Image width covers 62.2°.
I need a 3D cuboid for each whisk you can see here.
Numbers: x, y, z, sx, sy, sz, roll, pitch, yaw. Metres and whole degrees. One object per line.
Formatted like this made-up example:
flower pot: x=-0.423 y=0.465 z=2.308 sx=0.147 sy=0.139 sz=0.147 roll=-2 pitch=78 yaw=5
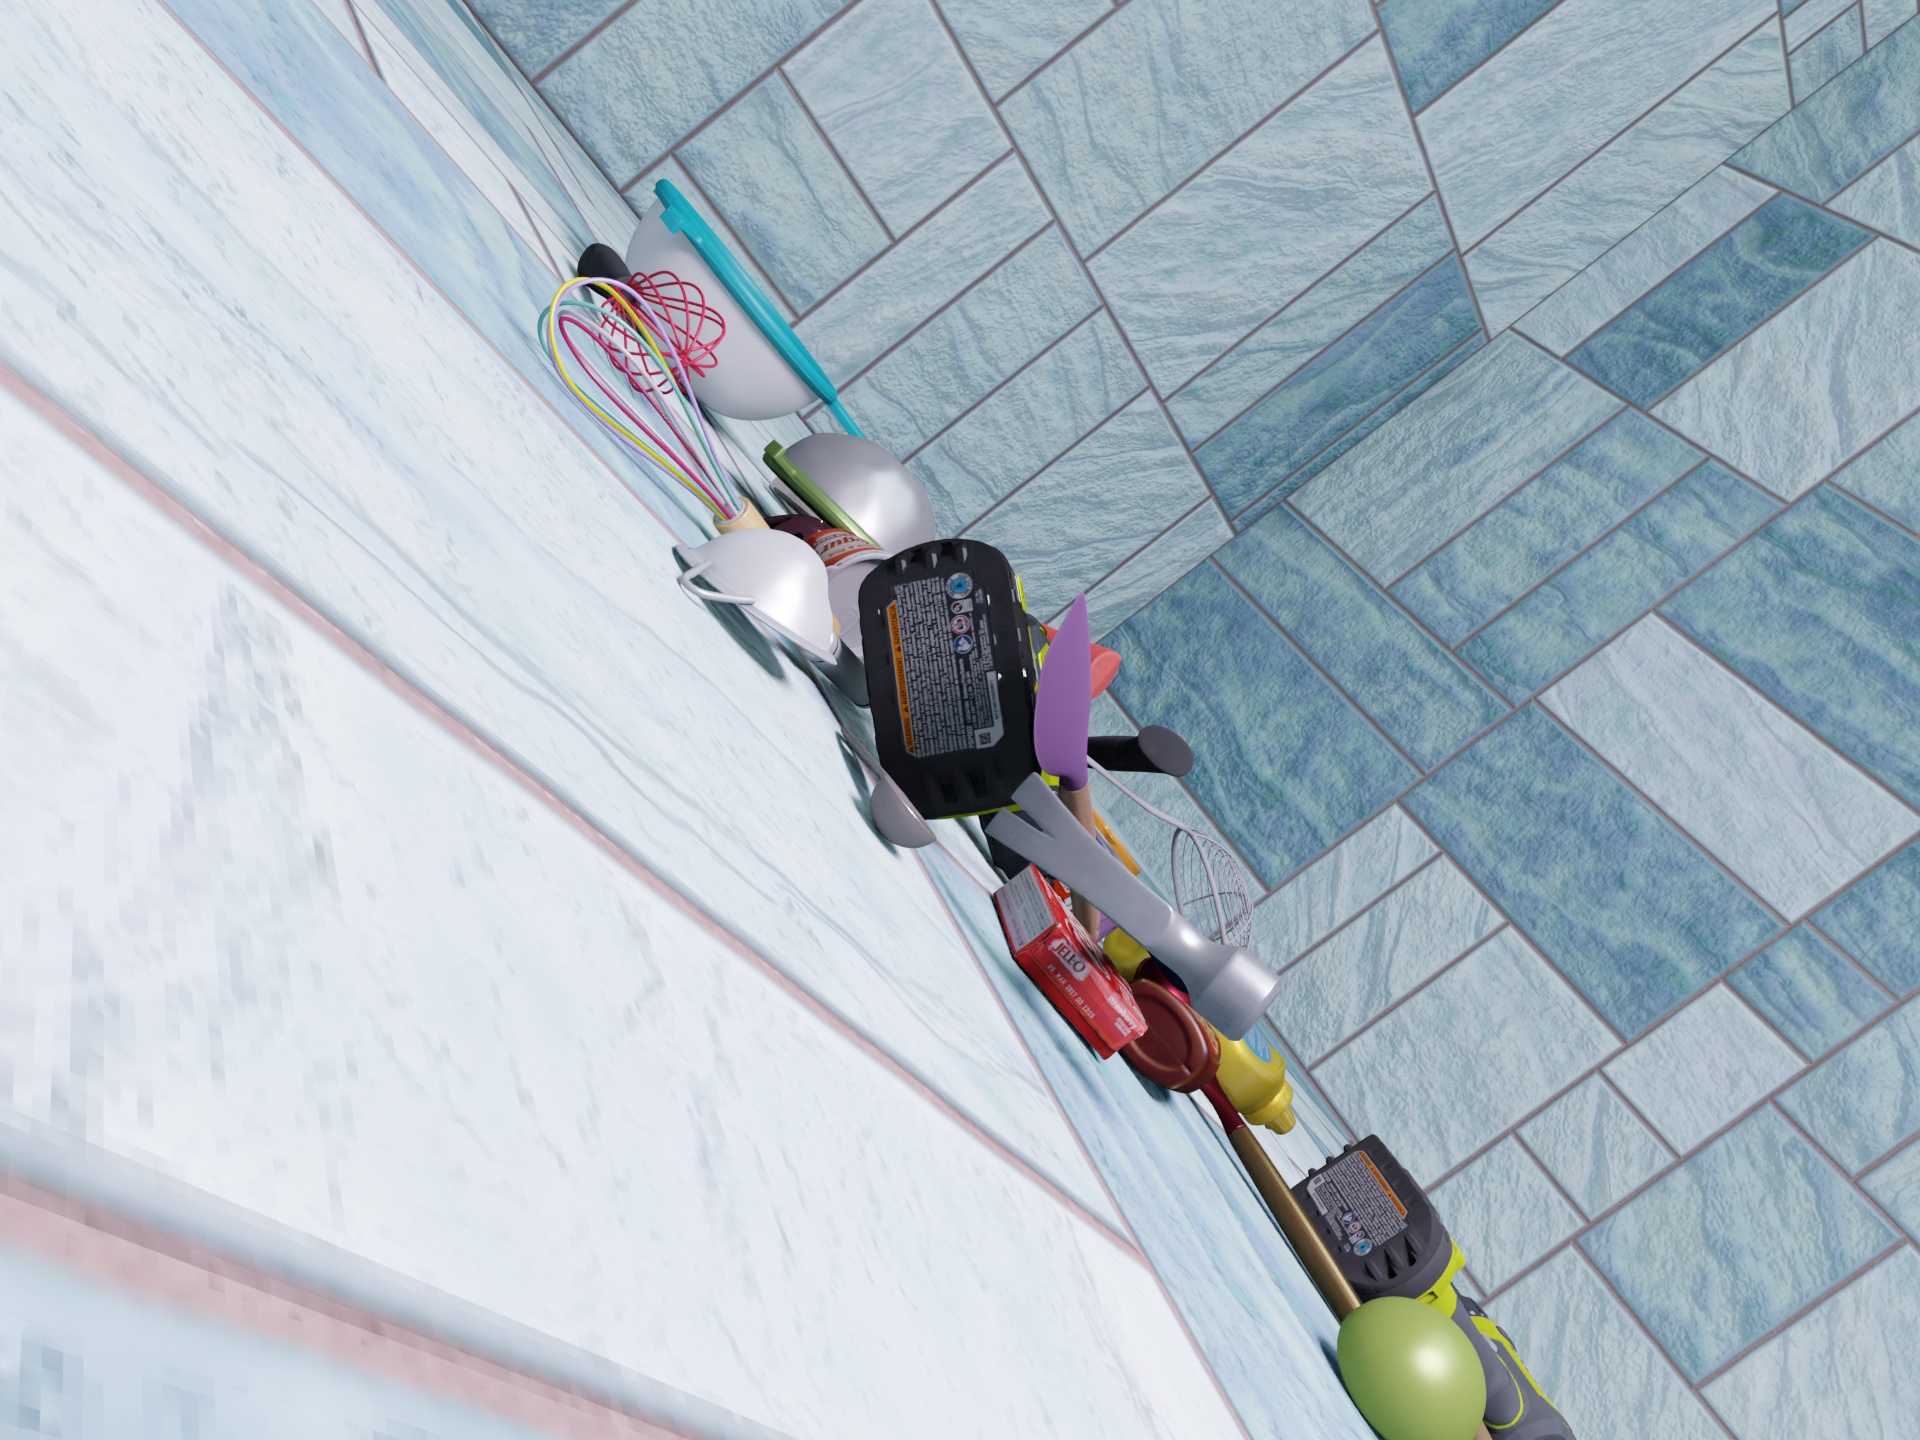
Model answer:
whisk: x=-0.211 y=-0.268 z=1.018 sx=0.073 sy=0.073 sz=0.296 roll=50 pitch=0 yaw=-34
whisk: x=-0.127 y=-0.114 z=0.780 sx=0.244 sy=0.051 sz=0.047 roll=54 pitch=22 yaw=-43

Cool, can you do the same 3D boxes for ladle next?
ladle: x=0.184 y=0.272 z=0.971 sx=0.069 sy=0.031 sz=0.316 roll=16 pitch=31 yaw=-41
ladle: x=0.264 y=0.388 z=0.855 sx=0.319 sy=0.062 sz=0.078 roll=58 pitch=8 yaw=-46

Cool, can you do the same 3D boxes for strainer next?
strainer: x=-0.026 y=-0.121 z=1.130 sx=0.256 sy=0.069 sz=0.151 roll=42 pitch=1 yaw=-1
strainer: x=-0.160 y=-0.265 z=1.272 sx=0.340 sy=0.095 sz=0.211 roll=51 pitch=6 yaw=-26
strainer: x=-0.071 y=-0.042 z=0.758 sx=0.087 sy=0.050 sz=0.258 roll=39 pitch=-4 yaw=17

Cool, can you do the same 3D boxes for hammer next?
hammer: x=0.110 y=0.032 z=1.368 sx=0.146 sy=0.035 sz=0.335 roll=46 pitch=-15 yaw=-14
hammer: x=0.106 y=0.115 z=0.852 sx=0.144 sy=0.035 sz=0.405 roll=40 pitch=-2 yaw=16
hammer: x=-0.012 y=-0.102 z=1.233 sx=0.359 sy=0.037 sz=0.149 roll=31 pitch=-15 yaw=46

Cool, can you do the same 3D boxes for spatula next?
spatula: x=0.058 y=0.045 z=0.812 sx=0.018 sy=0.060 sz=0.315 roll=20 pitch=-27 yaw=19

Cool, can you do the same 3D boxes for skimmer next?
skimmer: x=0.093 y=0.064 z=1.238 sx=0.363 sy=0.090 sz=0.127 roll=39 pitch=1 yaw=-11

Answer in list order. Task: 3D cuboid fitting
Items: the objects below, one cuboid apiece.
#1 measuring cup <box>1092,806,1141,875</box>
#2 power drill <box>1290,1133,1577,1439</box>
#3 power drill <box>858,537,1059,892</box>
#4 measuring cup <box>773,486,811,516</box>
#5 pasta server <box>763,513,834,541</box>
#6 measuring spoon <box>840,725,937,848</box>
measuring cup: x=0.082 y=0.078 z=1.366 sx=0.173 sy=0.052 sz=0.095 roll=50 pitch=4 yaw=0
power drill: x=0.326 y=0.404 z=1.114 sx=0.228 sy=0.080 sz=0.191 roll=54 pitch=3 yaw=-19
power drill: x=0.017 y=0.007 z=0.855 sx=0.223 sy=0.080 sz=0.171 roll=46 pitch=35 yaw=-72
measuring cup: x=-0.093 y=-0.109 z=1.148 sx=0.168 sy=0.038 sz=0.083 roll=44 pitch=1 yaw=25
pasta server: x=-0.030 y=-0.011 z=1.048 sx=0.316 sy=0.040 sz=0.060 roll=57 pitch=4 yaw=3
measuring spoon: x=-0.039 y=0.028 z=0.693 sx=0.034 sy=0.018 sz=0.124 roll=51 pitch=-3 yaw=-24
